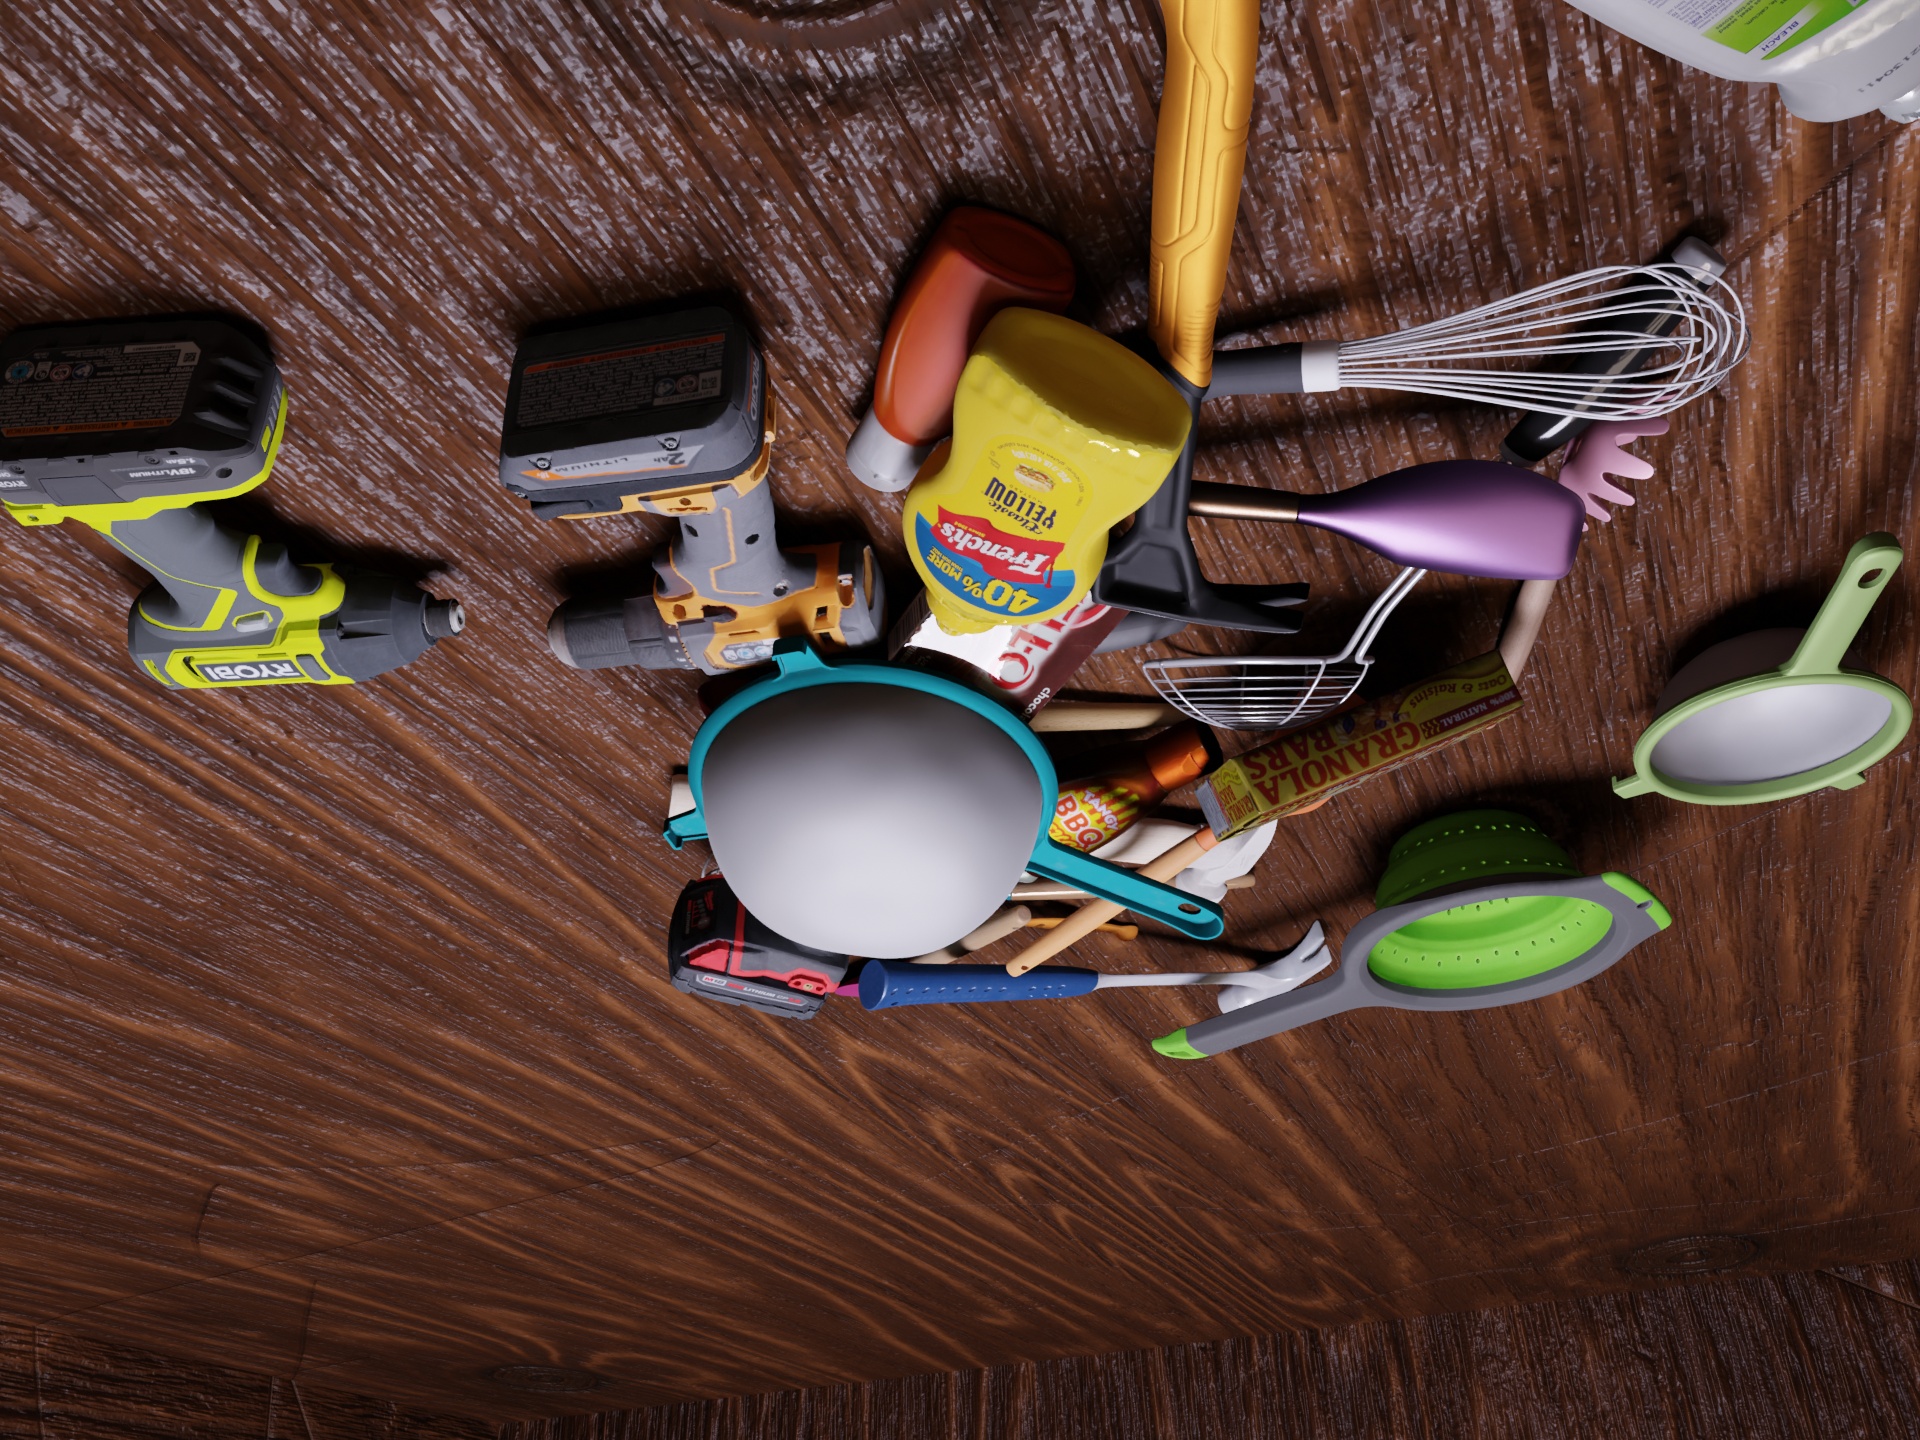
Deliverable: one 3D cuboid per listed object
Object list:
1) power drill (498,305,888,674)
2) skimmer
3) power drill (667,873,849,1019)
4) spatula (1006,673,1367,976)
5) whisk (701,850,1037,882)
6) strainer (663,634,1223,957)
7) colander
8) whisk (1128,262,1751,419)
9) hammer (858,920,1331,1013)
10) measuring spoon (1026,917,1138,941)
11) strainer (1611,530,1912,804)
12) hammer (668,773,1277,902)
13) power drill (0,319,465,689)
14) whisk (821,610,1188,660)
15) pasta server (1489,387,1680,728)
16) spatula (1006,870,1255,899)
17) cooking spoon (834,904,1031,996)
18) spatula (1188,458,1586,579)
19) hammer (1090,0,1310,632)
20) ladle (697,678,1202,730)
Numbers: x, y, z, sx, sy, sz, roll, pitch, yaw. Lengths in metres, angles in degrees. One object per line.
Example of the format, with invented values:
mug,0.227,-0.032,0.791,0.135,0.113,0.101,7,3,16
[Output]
power drill,-0.150,-0.094,0.791,0.185,0.084,0.226,-7,152,10
skimmer,0.229,-0.113,0.818,0.127,0.090,0.363,-2,142,-37
power drill,-0.106,0.094,1.029,0.143,0.079,0.219,18,130,-20
spatula,0.144,0.086,1.063,0.081,0.041,0.322,34,125,-25
whisk,-0.063,0.110,1.149,0.246,0.059,0.058,-2,-176,-7
strainer,0.005,0.092,0.900,0.340,0.095,0.211,22,135,-17
colander,0.310,0.159,1.188,0.397,0.095,0.204,-27,140,31
whisk,0.193,-0.160,0.705,0.284,0.070,0.070,0,149,19
hammer,0.112,0.199,1.236,0.405,0.035,0.144,5,148,-31
measuring spoon,0.096,0.165,1.252,0.116,0.011,0.021,11,151,-37
strainer,0.473,-0.040,0.912,0.151,0.069,0.256,-3,147,5
hammer,0.010,0.065,1.085,0.410,0.038,0.146,6,145,-11
power drill,-0.360,-0.091,0.786,0.171,0.080,0.223,-3,151,3
whisk,0.014,-0.041,0.913,0.239,0.055,0.055,-10,147,4
pasta server,0.329,-0.074,0.881,0.040,0.060,0.316,19,154,16
spatula,0.064,0.137,1.194,0.317,0.044,0.082,-3,165,-1
cooking spoon,-0.023,0.186,1.245,0.068,0.017,0.319,8,158,-24
spatula,0.139,-0.108,0.778,0.316,0.018,0.059,6,121,10
hammer,0.101,-0.170,0.667,0.127,0.034,0.336,13,140,14
ladle,-0.002,-0.003,0.970,0.315,0.069,0.031,0,120,-13
